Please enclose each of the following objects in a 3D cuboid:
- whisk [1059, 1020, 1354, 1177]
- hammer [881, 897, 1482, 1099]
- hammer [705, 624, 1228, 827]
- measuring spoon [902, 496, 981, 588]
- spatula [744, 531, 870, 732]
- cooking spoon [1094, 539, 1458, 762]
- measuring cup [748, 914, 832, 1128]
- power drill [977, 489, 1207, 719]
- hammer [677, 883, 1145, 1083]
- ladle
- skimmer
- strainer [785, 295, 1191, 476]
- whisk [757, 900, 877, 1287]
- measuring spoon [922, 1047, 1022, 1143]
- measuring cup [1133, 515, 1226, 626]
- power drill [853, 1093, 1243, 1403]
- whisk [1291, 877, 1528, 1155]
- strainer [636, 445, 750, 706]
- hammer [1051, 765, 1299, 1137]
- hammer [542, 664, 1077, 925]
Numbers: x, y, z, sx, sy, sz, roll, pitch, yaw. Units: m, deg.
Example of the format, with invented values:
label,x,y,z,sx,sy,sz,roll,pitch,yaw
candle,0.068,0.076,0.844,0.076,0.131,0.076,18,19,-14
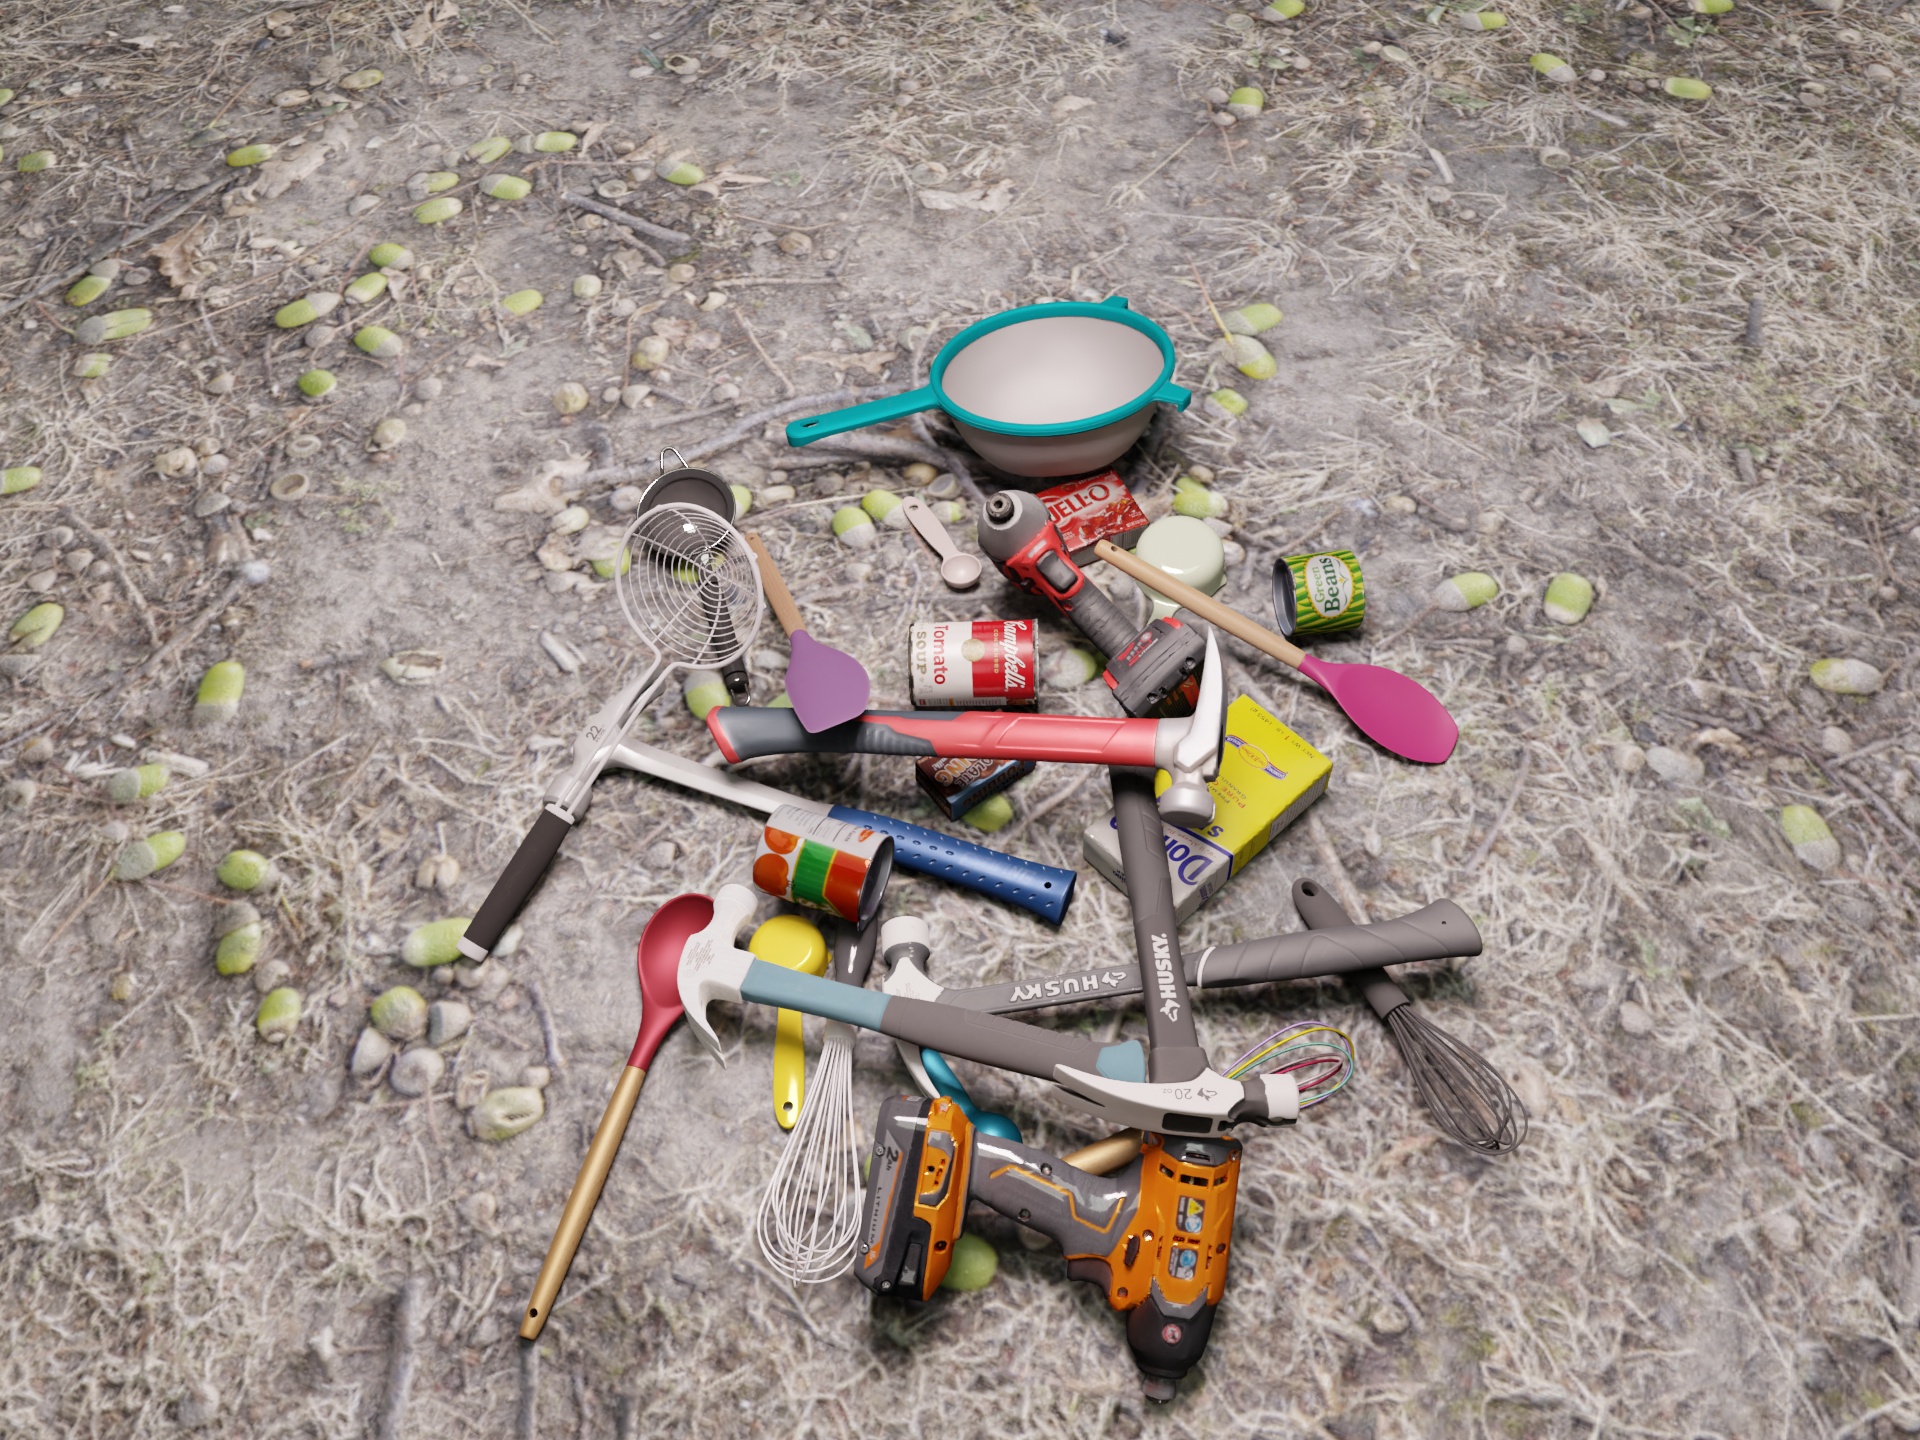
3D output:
label,x,y,z,sx,sy,sz,roll,pitch,yaw
whisk,0.154,0.268,1.057,0.245,0.047,0.051,-22,46,-7
hammer,0.150,0.176,1.091,0.409,0.036,0.149,-9,50,3
hammer,-0.002,-0.004,1.154,0.386,0.038,0.143,2,66,19
measuring spoon,-0.019,-0.152,1.368,0.034,0.018,0.124,-24,51,-13
spatula,-0.131,-0.078,1.251,0.060,0.018,0.316,-23,36,-7
cooking spoon,0.245,-0.059,1.251,0.319,0.017,0.069,31,62,6
measuring cup,-0.122,0.207,1.115,0.062,0.029,0.157,-4,54,0
power drill,0.097,-0.091,1.231,0.078,0.143,0.220,-43,69,1
hammer,-0.035,0.197,1.057,0.331,0.033,0.128,11,47,16
ladle,-0.231,0.263,1.086,0.069,0.031,0.316,11,59,13
skimmer,-0.269,0.011,1.164,0.127,0.090,0.363,29,79,11
strainer,0.021,-0.258,1.385,0.340,0.095,0.211,-15,43,-4
whisk,-0.087,0.242,1.080,0.070,0.070,0.285,3,51,5
measuring spoon,-0.006,0.252,1.084,0.042,0.021,0.129,-33,61,-18
measuring cup,0.168,-0.100,1.305,0.083,0.038,0.168,16,59,13
power drill,0.053,0.324,0.989,0.226,0.084,0.164,8,81,5
whisk,0.302,0.197,1.094,0.055,0.055,0.239,-24,54,-13
strainer,-0.214,-0.118,1.337,0.087,0.050,0.259,-18,62,-2
hammer,0.124,0.127,1.070,0.146,0.035,0.335,0,44,-3
hammer,-0.107,0.067,1.207,0.405,0.035,0.144,17,59,14
